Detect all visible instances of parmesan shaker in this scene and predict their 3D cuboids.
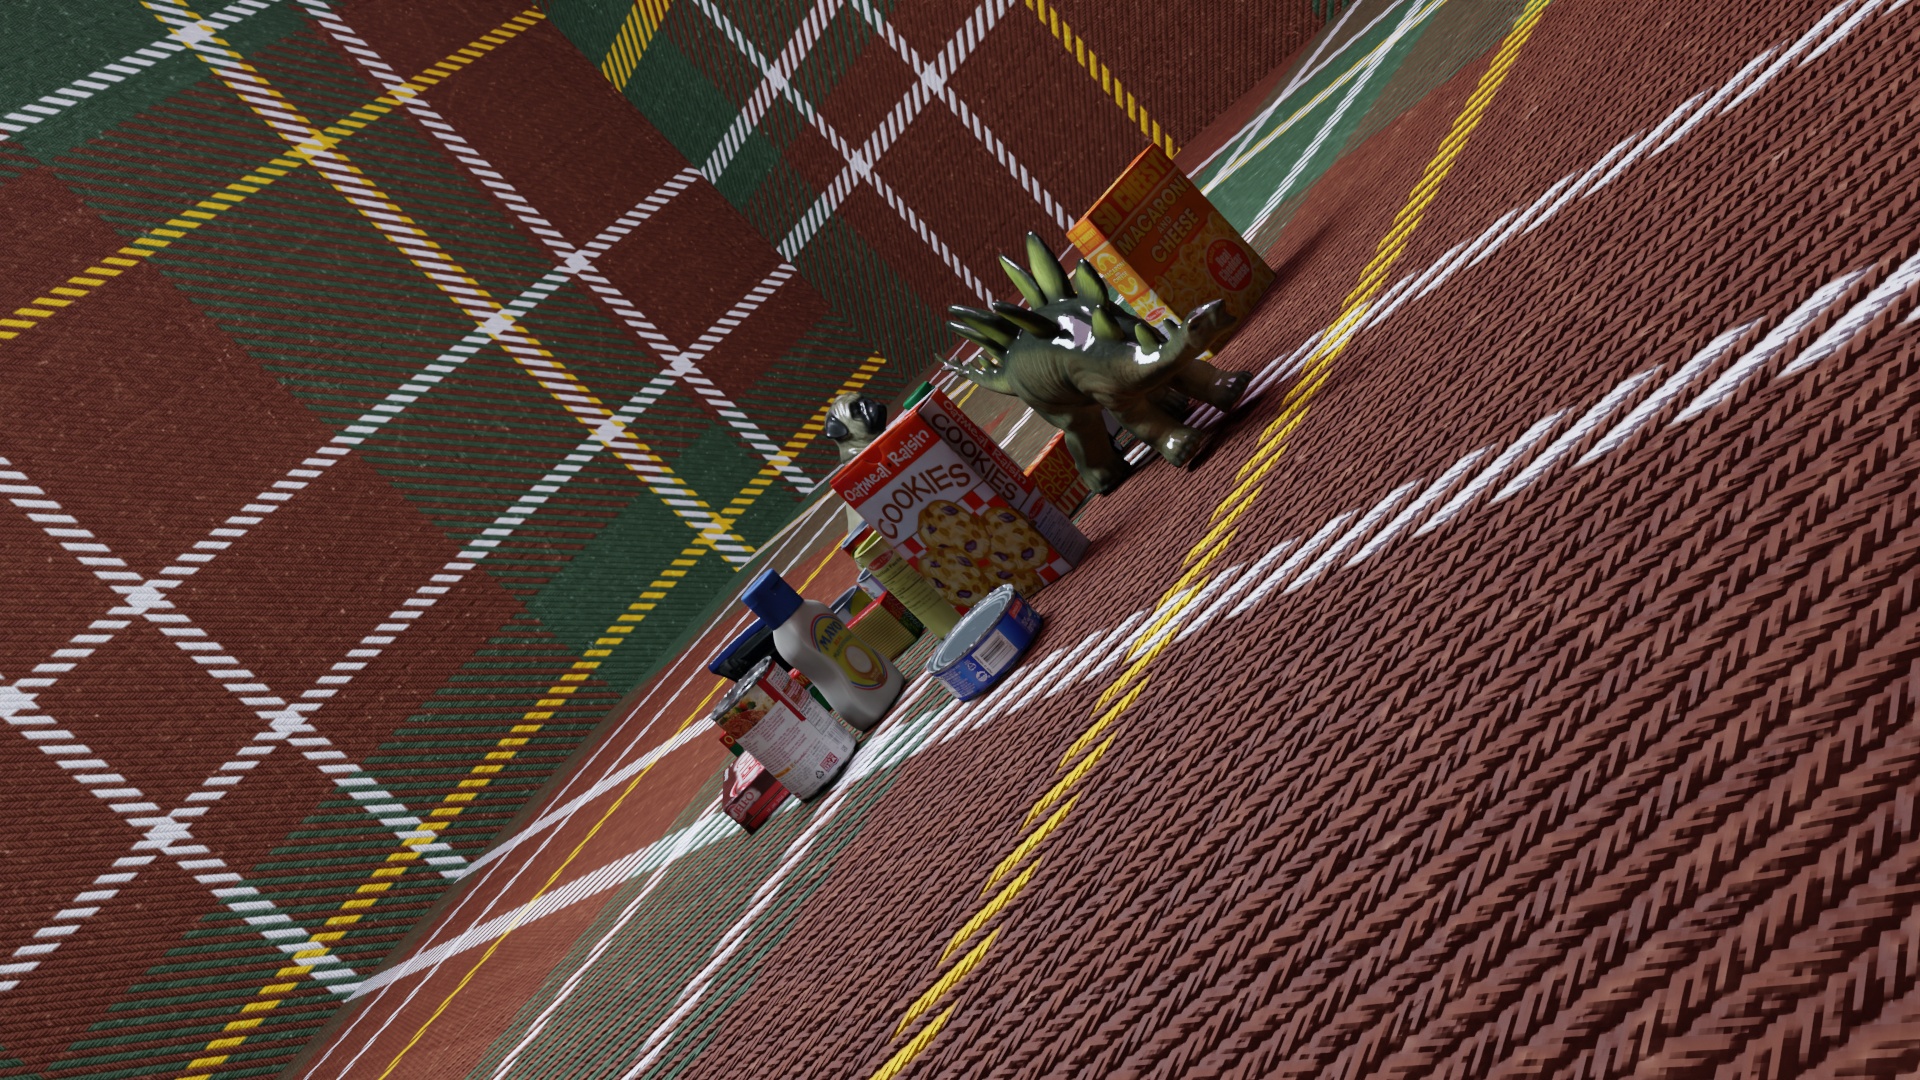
[{"bbox_3d":[-0.032,0.027,1.178,0.071,0.103,0.071,-44,9,9],"label":"parmesan shaker"}]

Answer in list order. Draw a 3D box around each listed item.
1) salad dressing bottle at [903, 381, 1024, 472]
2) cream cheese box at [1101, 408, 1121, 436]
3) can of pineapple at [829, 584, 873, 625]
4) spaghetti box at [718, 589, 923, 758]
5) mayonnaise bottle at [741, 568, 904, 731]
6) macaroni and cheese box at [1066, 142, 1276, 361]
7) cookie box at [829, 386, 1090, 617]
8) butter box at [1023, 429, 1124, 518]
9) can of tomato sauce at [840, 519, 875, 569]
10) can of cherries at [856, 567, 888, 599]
[{"bbox_3d":[0.005,-0.101,1.434,0.044,0.147,0.064,-42,10,21],"label":"salad dressing bottle"},{"bbox_3d":[0.143,-0.140,1.303,0.104,0.053,0.024,-51,11,-32],"label":"cream cheese box"},{"bbox_3d":[-0.105,0.086,1.377,0.071,0.058,0.071,-43,9,9],"label":"can of pineapple"},{"bbox_3d":[-0.136,0.137,1.316,0.249,0.050,0.029,-40,11,28],"label":"spaghetti box"},{"bbox_3d":[-0.115,0.086,1.142,0.041,0.148,0.065,-37,12,40],"label":"mayonnaise bottle"},{"bbox_3d":[0.190,-0.255,1.245,0.124,0.166,0.040,-50,10,-29],"label":"macaroni and cheese box"},{"bbox_3d":[-0.003,-0.021,1.064,0.122,0.167,0.040,-36,13,44],"label":"cookie box"},{"bbox_3d":[0.091,-0.061,1.185,0.104,0.053,0.024,-49,10,-25],"label":"butter box"},{"bbox_3d":[-0.078,0.013,1.494,0.071,0.083,0.071,-44,9,9],"label":"can of tomato sauce"},{"bbox_3d":[-0.059,0.036,1.394,0.071,0.058,0.071,-43,9,9],"label":"can of cherries"}]
